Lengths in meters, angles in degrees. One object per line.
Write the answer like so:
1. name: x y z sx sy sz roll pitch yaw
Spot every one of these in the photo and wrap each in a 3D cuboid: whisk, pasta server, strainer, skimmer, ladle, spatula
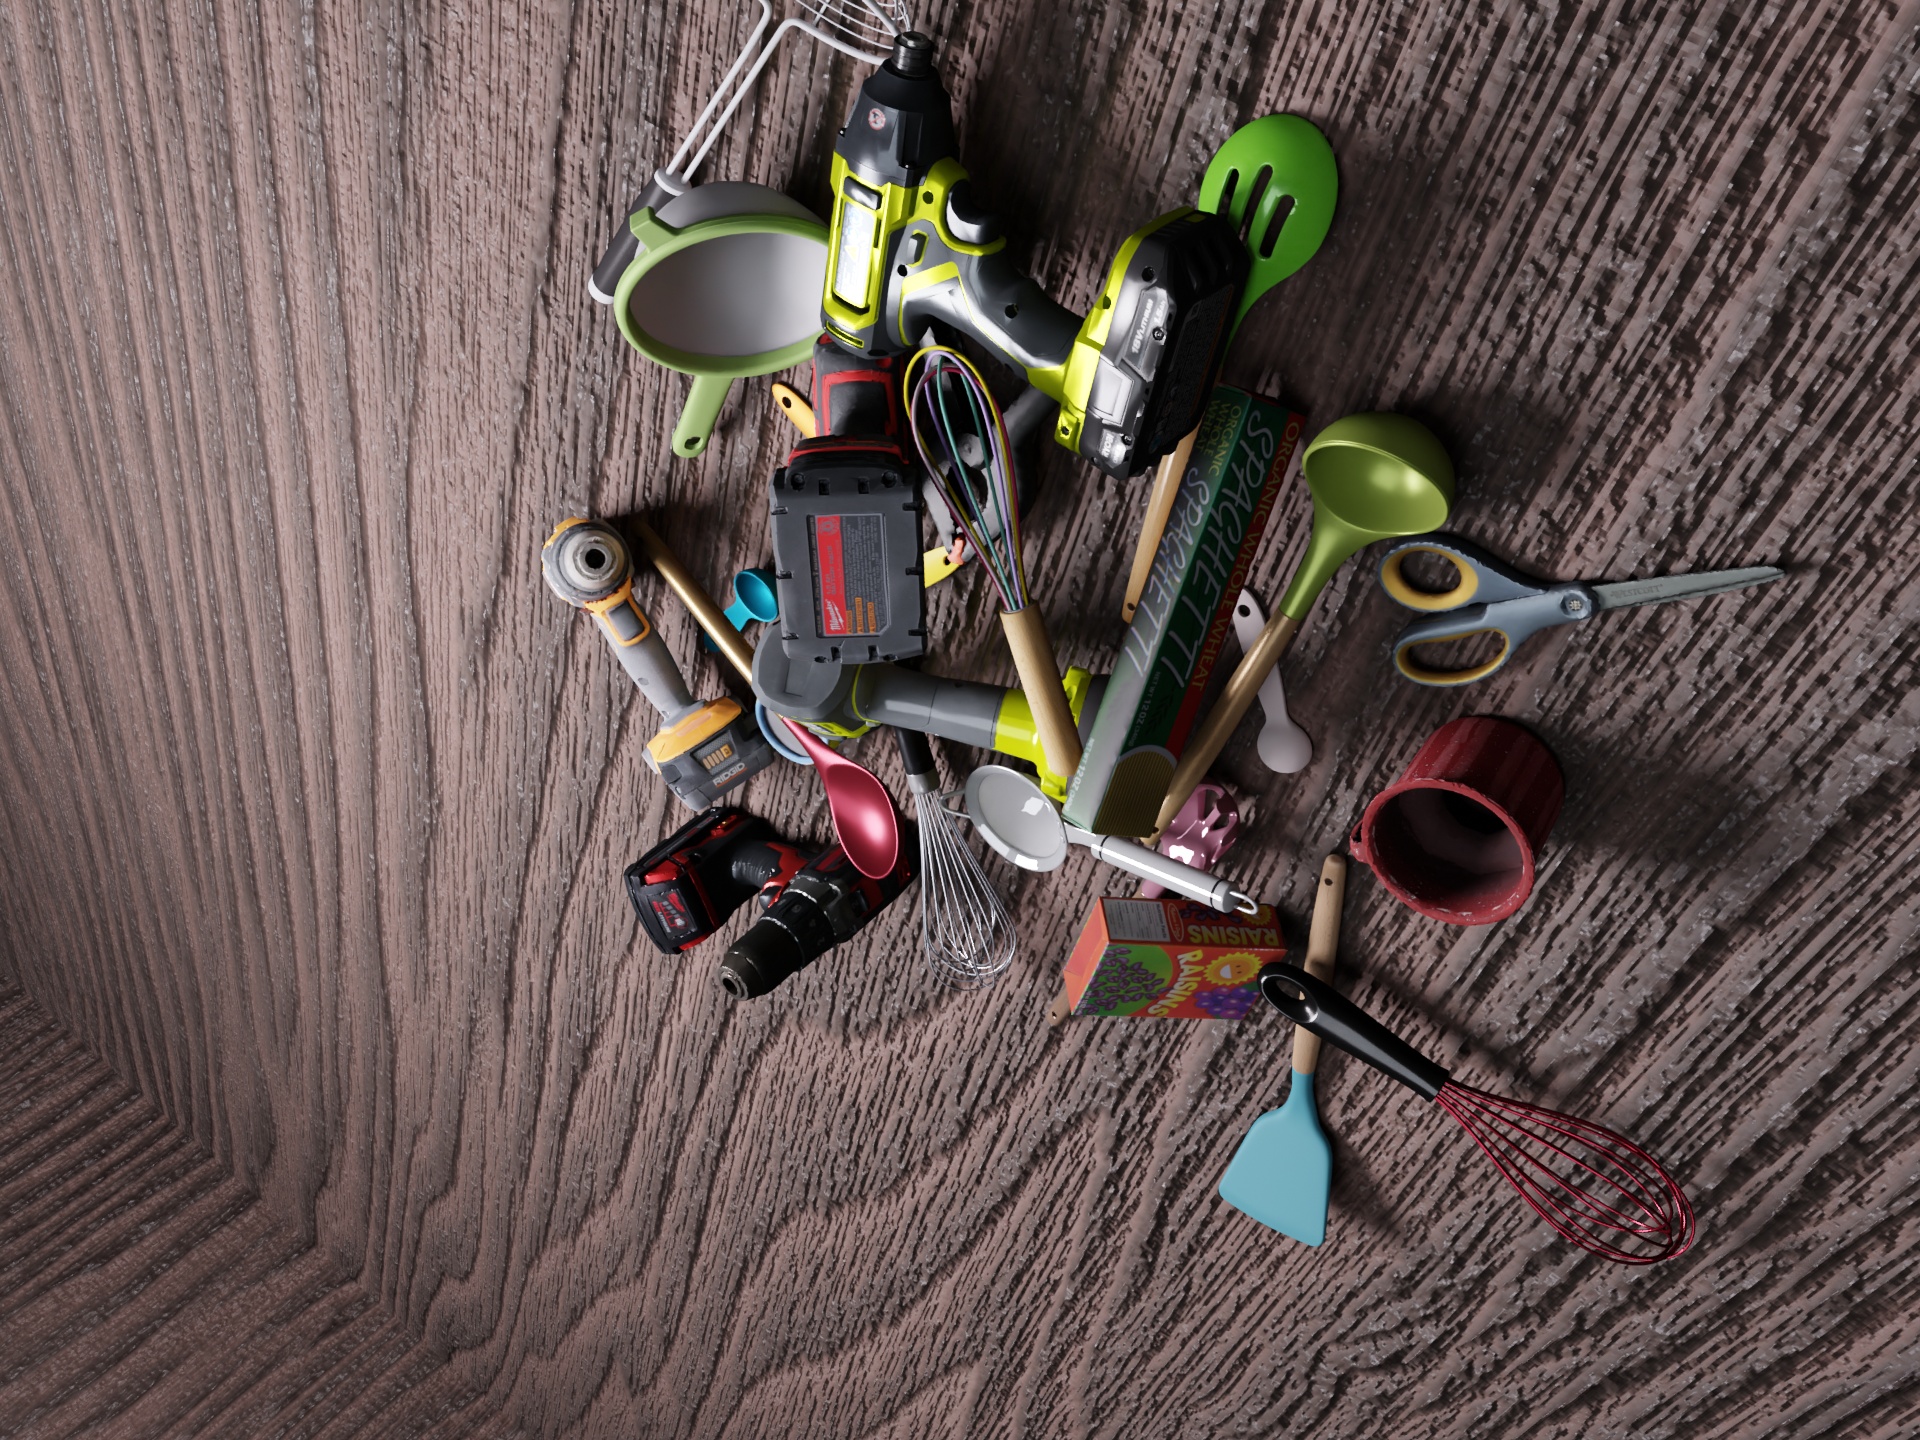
1. whisk: 0.022 -0.081 0.843 0.047 0.051 0.244 -15 111 10
2. whisk: -0.017 0.070 1.143 0.070 0.070 0.284 1 115 39
3. whisk: 0.311 0.237 0.979 0.296 0.073 0.073 33 136 13
4. pasta server: 0.115 0.134 1.092 0.060 0.040 0.316 53 142 22
5. strainer: -0.150 -0.254 0.993 0.256 0.151 0.069 133 129 -61
6. skimmer: -0.151 -0.333 0.923 0.127 0.090 0.363 28 145 -22
7. ladle: -0.135 -0.022 1.102 0.315 0.031 0.069 51 132 13
8. strainer: 0.090 0.079 1.036 0.259 0.050 0.086 21 136 43
9. ladle: 0.168 -0.034 0.879 0.078 0.062 0.320 28 127 3
10. spatula: 0.228 0.220 1.059 0.082 0.044 0.317 22 131 30

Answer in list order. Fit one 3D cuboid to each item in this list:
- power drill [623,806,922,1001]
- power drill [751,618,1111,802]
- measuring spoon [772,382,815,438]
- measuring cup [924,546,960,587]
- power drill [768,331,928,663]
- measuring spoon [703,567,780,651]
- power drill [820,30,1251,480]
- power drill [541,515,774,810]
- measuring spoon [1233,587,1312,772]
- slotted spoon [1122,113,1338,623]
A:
1. power drill: -0.160 0.139 1.213 0.227 0.188 0.080 -1 119 44
2. power drill: -0.002 -0.003 0.989 0.228 0.190 0.080 13 85 10
3. measuring spoon: -0.085 -0.176 1.043 0.117 0.011 0.021 48 138 0
4. measuring cup: -0.051 -0.082 1.076 0.156 0.029 0.062 -24 72 33
5. power drill: -0.059 -0.127 0.919 0.078 0.220 0.143 -2 122 0
6. measuring spoon: -0.161 -0.080 1.178 0.042 0.021 0.128 51 147 -4
7. power drill: 0.028 -0.237 0.821 0.223 0.080 0.171 33 137 20
8. power drill: -0.227 -0.047 1.160 0.226 0.084 0.185 59 168 -11
9. measuring spoon: 0.178 -0.021 0.940 0.034 0.018 0.124 -1 118 40
10. slotted spoon: 0.130 -0.172 0.862 0.070 0.031 0.313 33 137 20
